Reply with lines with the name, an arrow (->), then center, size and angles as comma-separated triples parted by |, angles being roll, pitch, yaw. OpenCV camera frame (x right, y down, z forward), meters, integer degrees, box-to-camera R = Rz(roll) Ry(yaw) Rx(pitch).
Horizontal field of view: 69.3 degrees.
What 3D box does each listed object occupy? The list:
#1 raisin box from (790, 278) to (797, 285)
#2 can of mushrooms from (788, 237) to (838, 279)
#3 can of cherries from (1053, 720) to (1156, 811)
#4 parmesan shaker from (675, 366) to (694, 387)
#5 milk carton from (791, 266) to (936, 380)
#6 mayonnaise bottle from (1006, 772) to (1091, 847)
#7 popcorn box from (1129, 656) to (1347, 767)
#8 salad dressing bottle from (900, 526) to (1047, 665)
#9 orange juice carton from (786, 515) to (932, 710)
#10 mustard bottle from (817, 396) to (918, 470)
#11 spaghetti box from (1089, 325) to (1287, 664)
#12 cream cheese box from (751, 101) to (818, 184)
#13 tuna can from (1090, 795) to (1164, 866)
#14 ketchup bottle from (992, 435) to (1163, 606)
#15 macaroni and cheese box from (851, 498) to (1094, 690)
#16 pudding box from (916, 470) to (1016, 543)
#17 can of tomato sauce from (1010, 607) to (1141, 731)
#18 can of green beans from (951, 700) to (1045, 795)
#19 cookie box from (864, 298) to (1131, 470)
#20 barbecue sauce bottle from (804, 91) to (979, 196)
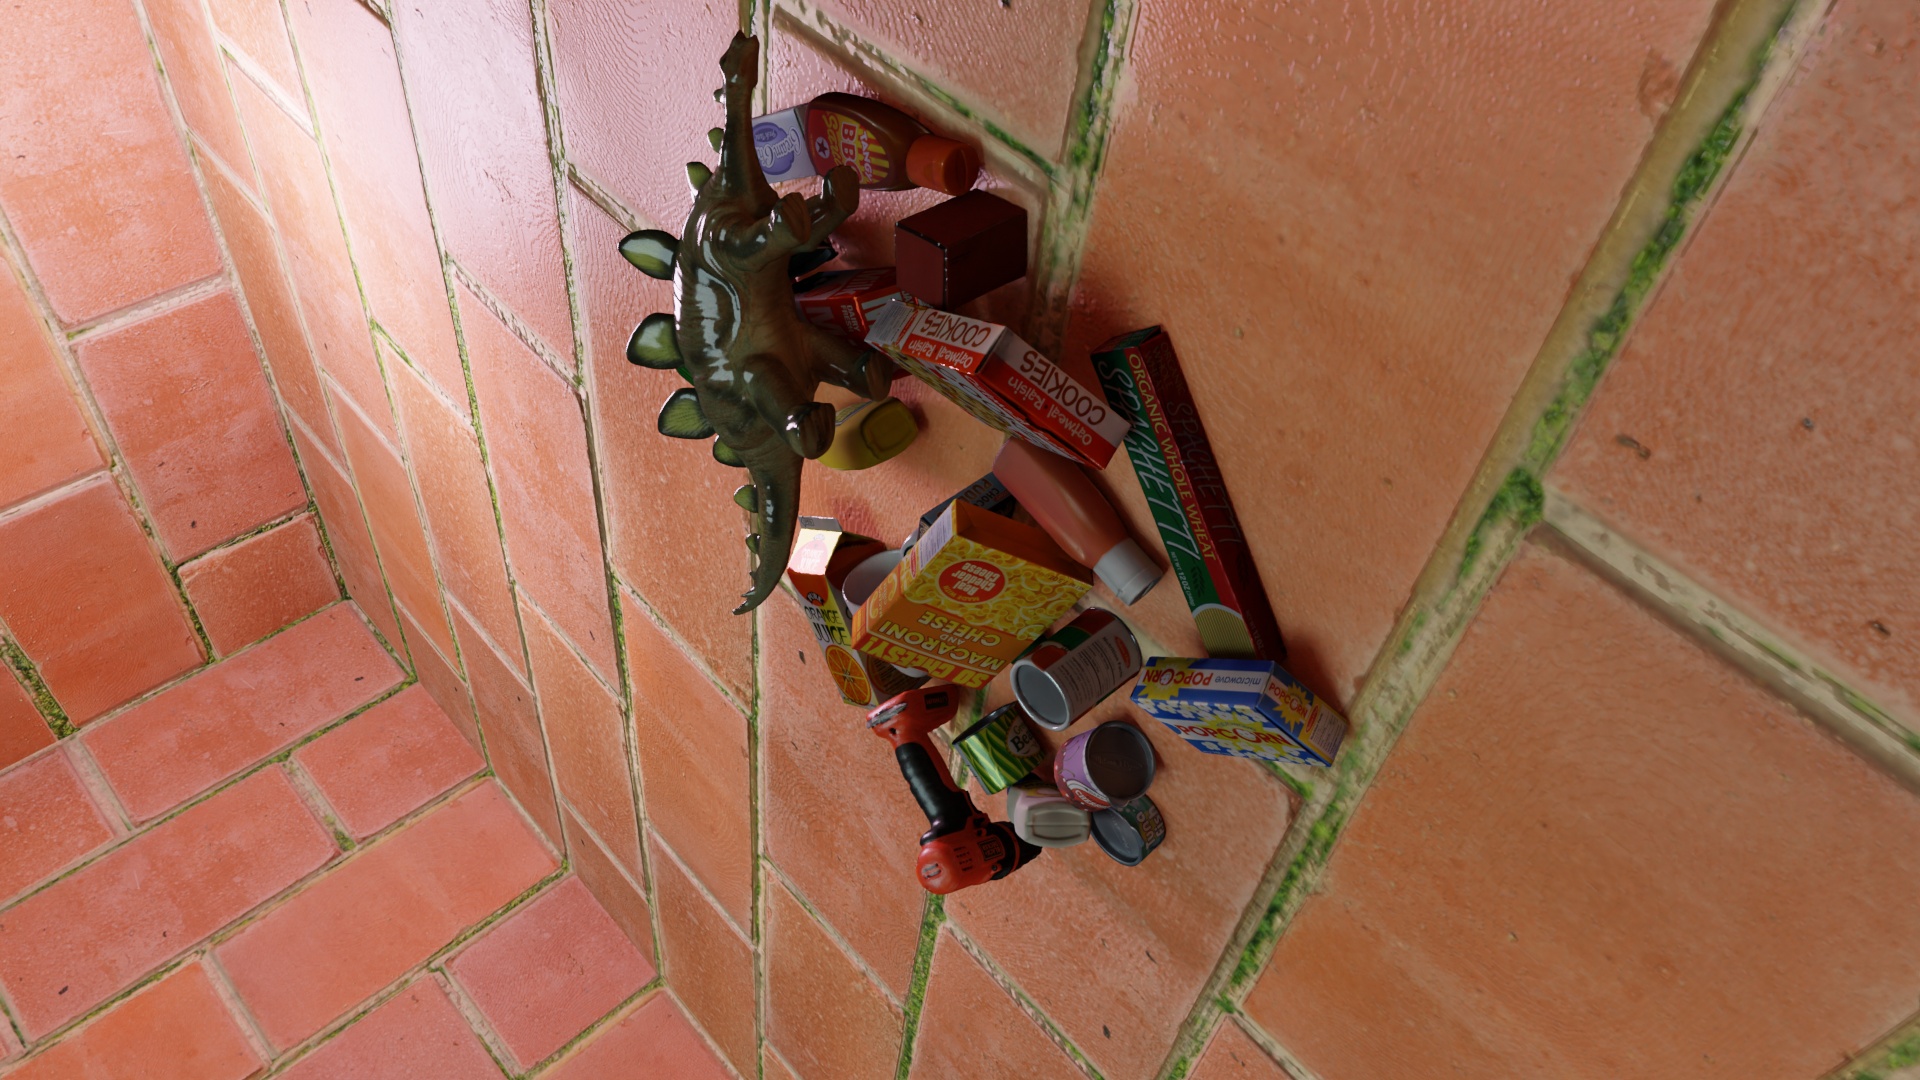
raisin box -> -0.176, -0.183, 1.170 | 0.040, 0.124, 0.086 | -10, 112, 31
can of mushrooms -> -0.136, -0.237, 1.124 | 0.071, 0.071, 0.033 | -28, 84, 59
can of cherries -> 0.117, 0.189, 1.144 | 0.071, 0.072, 0.058 | 56, 149, 3
parmesan shaker -> -0.216, -0.155, 1.303 | 0.103, 0.071, 0.071 | 38, 144, 29
milk carton -> -0.077, -0.170, 1.092 | 0.190, 0.074, 0.072 | 11, 126, 50
mayonnaise bottle -> 0.071, 0.235, 1.228 | 0.148, 0.065, 0.041 | -170, 82, -82
popcorn box -> 0.193, 0.119, 0.972 | 0.085, 0.038, 0.126 | 36, 158, -27
salad dressing bottle -> 0.013, 0.046, 1.189 | 0.148, 0.044, 0.064 | 45, 139, 16
orange juice carton -> -0.102, 0.062, 1.336 | 0.072, 0.073, 0.192 | 3, 120, 53
mustard bottle -> -0.097, -0.090, 1.205 | 0.160, 0.065, 0.048 | -2, 120, 59
spaghetti box -> 0.155, -0.023, 0.942 | 0.050, 0.029, 0.249 | -2, 116, 54
cream cheese box -> -0.141, -0.314, 1.102 | 0.104, 0.024, 0.053 | 9, 125, 51
tuna can -> 0.143, 0.244, 1.194 | 0.071, 0.033, 0.070 | 35, 142, 33
ketchup bottle -> 0.087, -0.017, 1.028 | 0.149, 0.044, 0.064 | 49, 155, 14
macaroni and cheese box -> 0.006, 0.048, 1.090 | 0.165, 0.124, 0.040 | -48, 32, 40
pudding box -> 0.004, -0.014, 1.109 | 0.030, 0.084, 0.049 | 42, 145, 23
can of tomato sauce -> 0.089, 0.102, 1.093 | 0.071, 0.083, 0.070 | 34, 141, 33
can of green beans -> 0.035, 0.190, 1.265 | 0.058, 0.071, 0.071 | 56, 149, 1
cookie box -> 0.022, -0.108, 0.948 | 0.123, 0.040, 0.167 | 33, 178, -32
barbecue sauce bottle -> -0.050, -0.277, 0.988 | 0.149, 0.044, 0.064 | 27, 136, 40
